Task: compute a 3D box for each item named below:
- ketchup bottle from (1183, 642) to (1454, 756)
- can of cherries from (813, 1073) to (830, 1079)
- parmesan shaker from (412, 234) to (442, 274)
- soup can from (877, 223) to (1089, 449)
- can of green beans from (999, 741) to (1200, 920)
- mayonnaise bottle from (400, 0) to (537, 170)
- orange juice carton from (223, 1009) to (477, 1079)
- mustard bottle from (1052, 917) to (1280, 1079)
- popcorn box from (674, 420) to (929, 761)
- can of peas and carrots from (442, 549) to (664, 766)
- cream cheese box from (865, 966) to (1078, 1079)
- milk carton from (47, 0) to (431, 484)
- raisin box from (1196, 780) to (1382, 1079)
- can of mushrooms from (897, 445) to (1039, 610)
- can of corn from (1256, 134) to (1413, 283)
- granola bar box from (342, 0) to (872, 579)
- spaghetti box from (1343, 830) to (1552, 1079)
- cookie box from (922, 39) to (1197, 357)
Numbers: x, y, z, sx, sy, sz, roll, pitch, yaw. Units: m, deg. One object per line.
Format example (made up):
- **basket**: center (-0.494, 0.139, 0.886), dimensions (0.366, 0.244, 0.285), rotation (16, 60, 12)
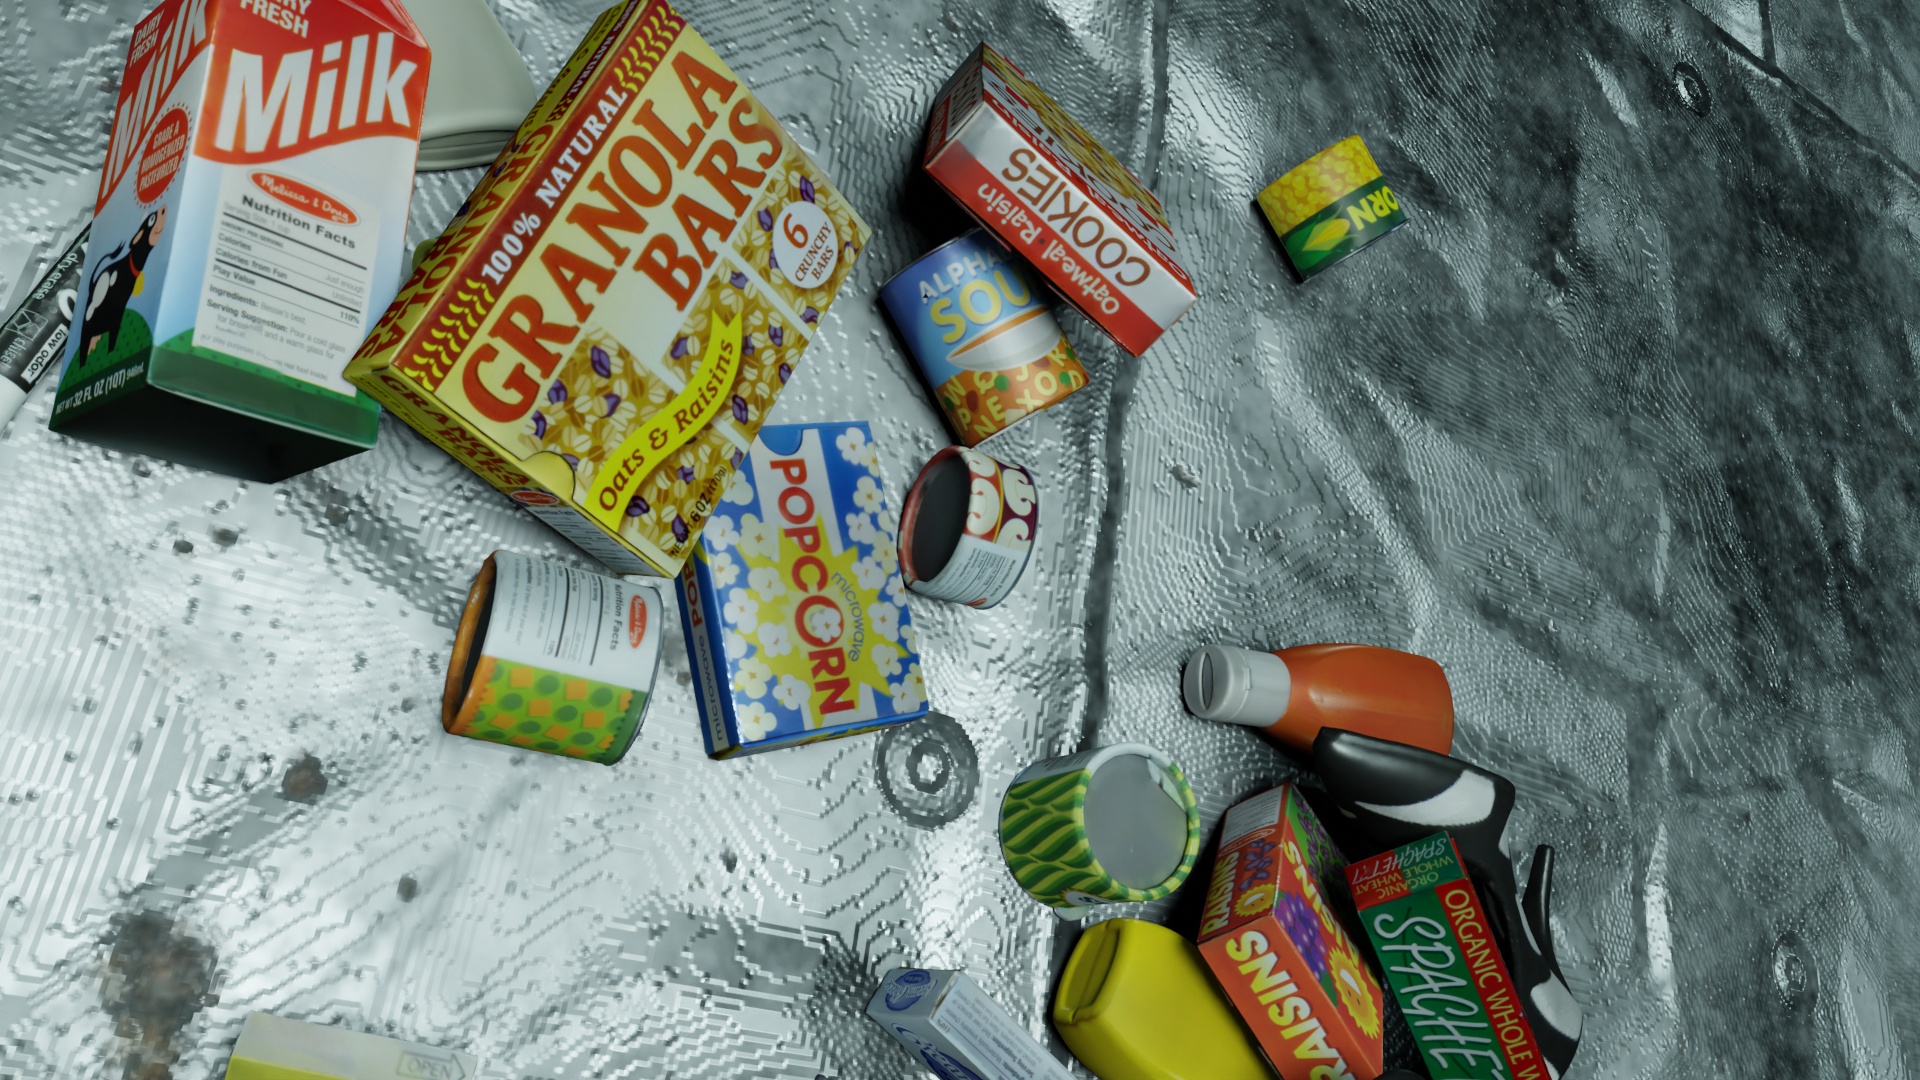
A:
- **ketchup bottle**: center (0.181, 0.080, 0.695), dimensions (0.149, 0.043, 0.065), rotation (12, 71, -29)
- **can of cherries**: center (-0.072, 0.223, 0.473), dimensions (0.058, 0.071, 0.071), rotation (5, 72, -30)
- **parmesan shaker**: center (-0.147, -0.105, 0.537), dimensions (0.103, 0.071, 0.071), rotation (-42, 98, -36)
- **soup can**: center (0.012, -0.093, 0.628), dimensions (0.072, 0.071, 0.083), rotation (-30, 92, -36)
- **can of green beans**: center (0.060, 0.123, 0.595), dimensions (0.071, 0.057, 0.071), rotation (11, 69, -29)
- **mayonnaise bottle**: center (-0.219, -0.220, 0.543), dimensions (0.065, 0.041, 0.148), rotation (-19, 84, -35)
- **orange juice carton**: center (-0.199, 0.236, 0.384), dimensions (0.072, 0.072, 0.193), rotation (24, 62, -24)
- **mustard bottle**: center (0.112, 0.228, 0.599), dimensions (0.160, 0.048, 0.065), rotation (41, 53, -15)
- **popcorn box**: center (-0.068, 0.018, 0.561), dimensions (0.085, 0.038, 0.127), rotation (-6, 78, -33)
- **can of peas and carrots**: center (-0.145, 0.043, 0.489), dimensions (0.059, 0.070, 0.071), rotation (17, 66, -27)
- **cream cheese box**: center (0.016, 0.208, 0.542), dimensions (0.103, 0.053, 0.024), rotation (46, 58, -11)
- **milk carton**: center (-0.234, -0.122, 0.465), dimensions (0.073, 0.072, 0.191), rotation (20, 66, -49)
- **raisin box**: center (0.147, 0.173, 0.611), dimensions (0.086, 0.040, 0.124), rotation (57, 22, -5)
- **can of mushrooms**: center (0.002, -0.007, 0.598), dimensions (0.033, 0.071, 0.071), rotation (16, 67, -27)
- **can of corn**: center (0.212, -0.189, 0.788), dimensions (0.071, 0.071, 0.058), rotation (-31, 92, -36)
- **granola bar box**: center (-0.114, -0.088, 0.491), dimensions (0.124, 0.039, 0.166), rotation (44, 62, -38)
- **spaghetti box**: center (0.238, 0.238, 0.630), dimensions (0.249, 0.050, 0.029), rotation (62, 14, -23)
- **cookie box**: center (0.043, -0.162, 0.638), dimensions (0.123, 0.040, 0.168), rotation (38, 23, -17)
